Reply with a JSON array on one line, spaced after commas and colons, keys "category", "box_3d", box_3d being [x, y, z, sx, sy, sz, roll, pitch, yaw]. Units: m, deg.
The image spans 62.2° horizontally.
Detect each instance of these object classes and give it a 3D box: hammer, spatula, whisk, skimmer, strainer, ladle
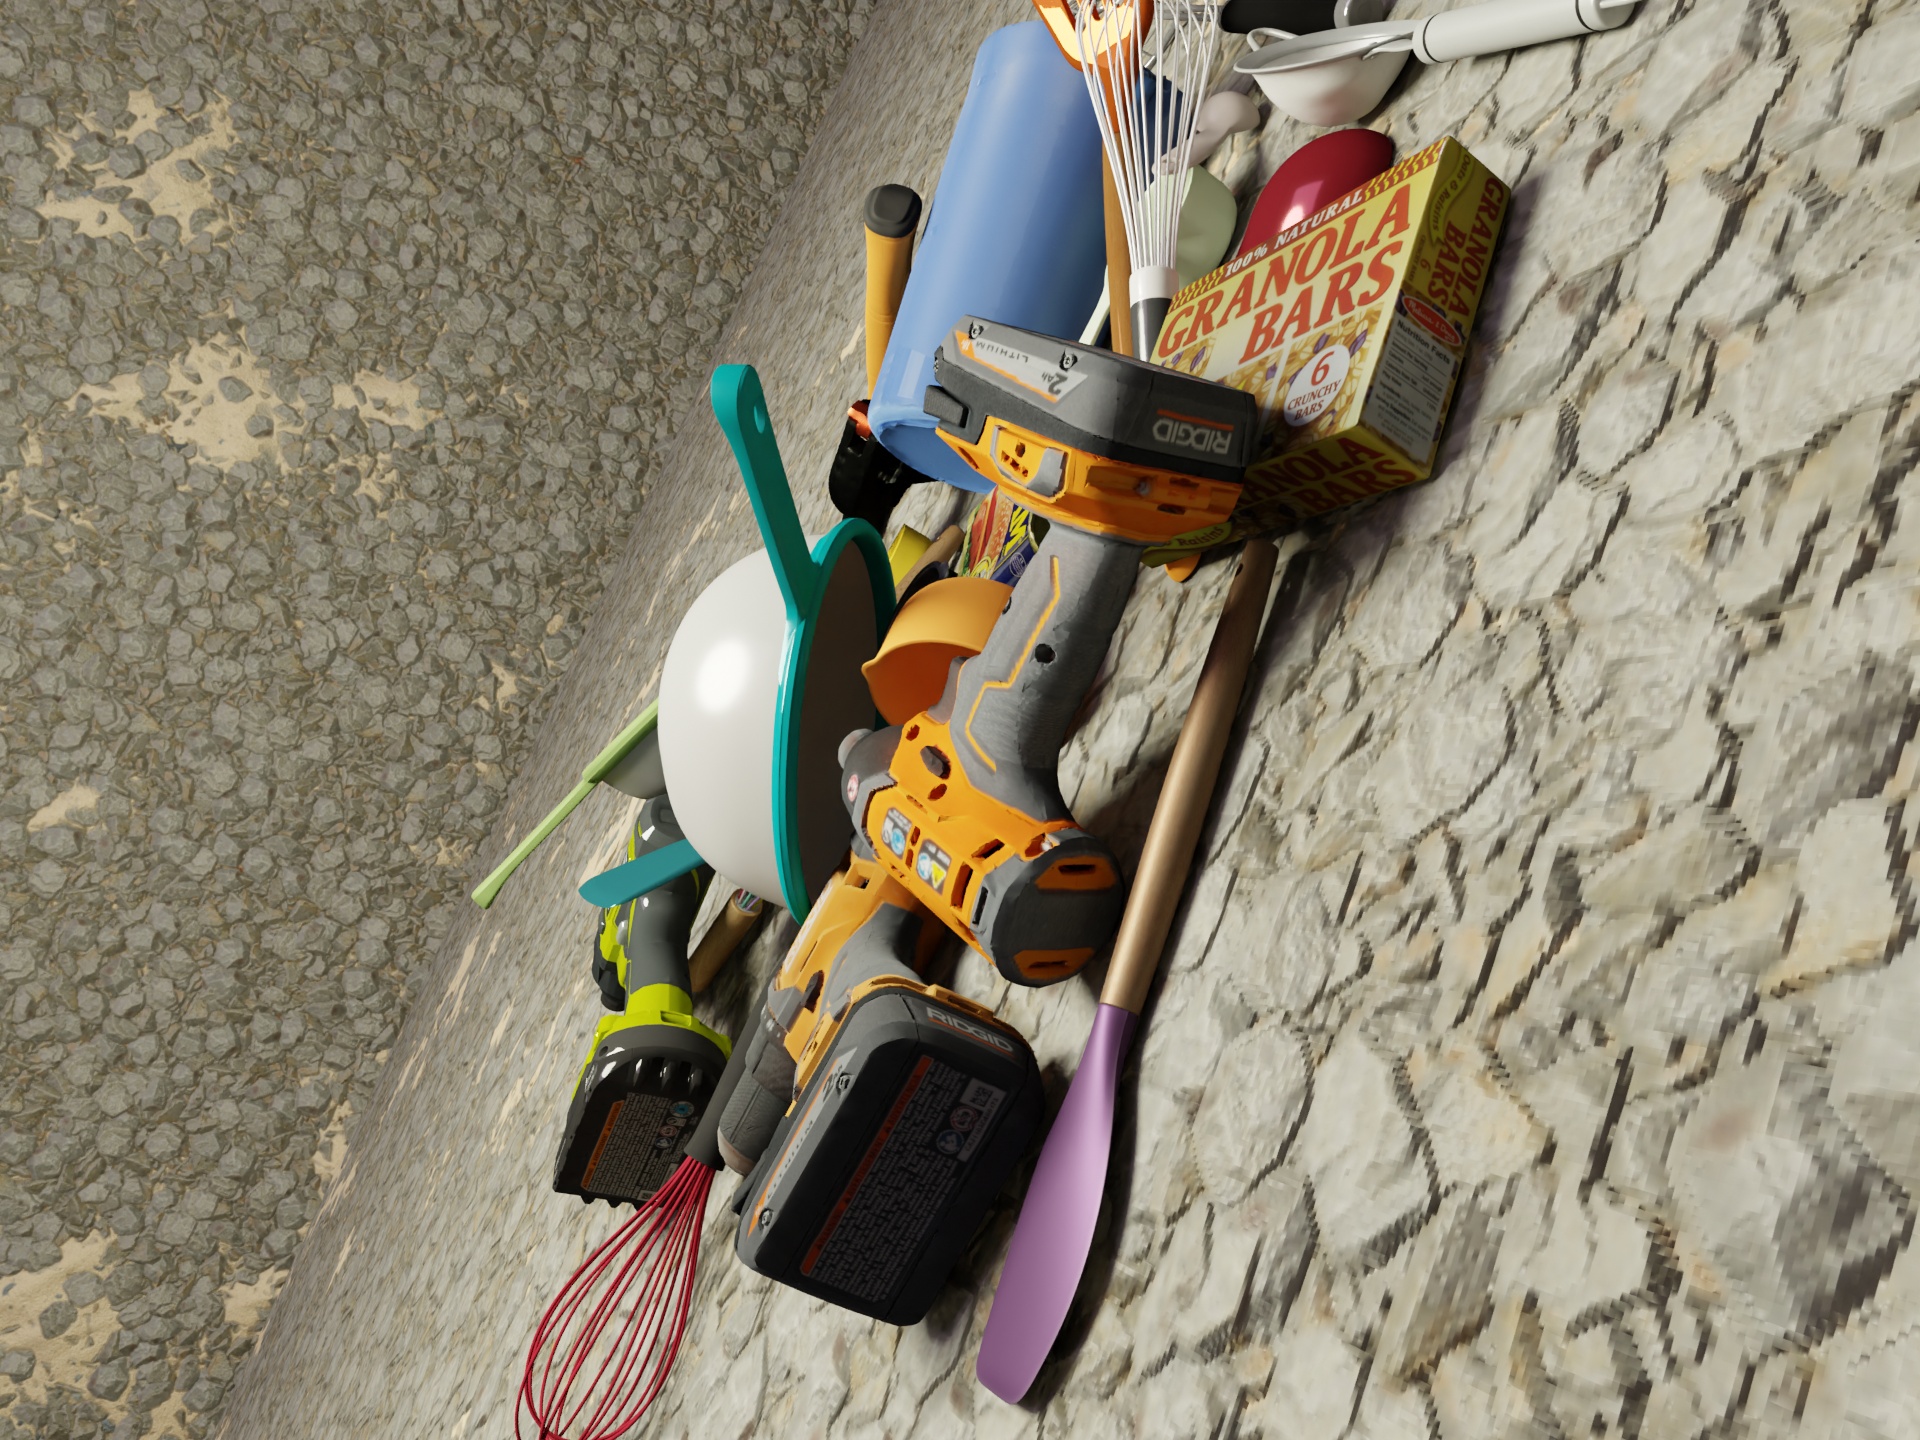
[{"category": "hammer", "box_3d": [-0.052, -0.223, 1.039, 0.336, 0.034, 0.127, 101, -173, -70]}, {"category": "spatula", "box_3d": [-0.102, -0.004, 0.947, 0.317, 0.044, 0.082, -52, 21, -15]}, {"category": "whisk", "box_3d": [-0.123, 0.104, 0.987, 0.245, 0.047, 0.051, -53, 9, 40]}, {"category": "skimmer", "box_3d": [0.141, -0.383, 0.920, 0.127, 0.090, 0.364, -37, 31, -4]}, {"category": "spatula", "box_3d": [0.073, -0.274, 0.794, 0.081, 0.041, 0.323, -20, 61, 38]}, {"category": "strainer", "box_3d": [-0.209, 0.044, 1.047, 0.256, 0.069, 0.151, -46, 7, -2]}, {"category": "strainer", "box_3d": [-0.106, -0.038, 0.764, 0.340, 0.095, 0.211, 79, -161, -53]}, {"category": "spatula", "box_3d": [0.064, 0.077, 0.560, 0.060, 0.018, 0.316, -23, 45, 68]}, {"category": "whisk", "box_3d": [0.089, -0.228, 0.731, 0.070, 0.070, 0.285, 162, 108, -65]}, {"category": "whisk", "box_3d": [-0.143, 0.247, 0.828, 0.296, 0.073, 0.073, -62, 18, -11]}, {"category": "ladle", "box_3d": [0.094, -0.161, 0.780, 0.315, 0.031, 0.069, -50, 27, 40]}, {"category": "strainer", "box_3d": [0.190, -0.276, 0.653, 0.087, 0.050, 0.259, -22, 21, -13]}]

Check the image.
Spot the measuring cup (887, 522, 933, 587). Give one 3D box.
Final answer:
[{"category": "measuring cup", "box_3d": [-0.049, -0.083, 1.065, 0.062, 0.029, 0.156, -66, 7, -18]}]

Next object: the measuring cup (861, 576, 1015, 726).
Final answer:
[{"category": "measuring cup", "box_3d": [-0.001, -0.002, 0.768, 0.173, 0.095, 0.052, 110, -179, -56]}]

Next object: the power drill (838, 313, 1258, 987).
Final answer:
[{"category": "power drill", "box_3d": [0.016, -0.034, 0.617, 0.164, 0.084, 0.226, 34, 114, 50]}]

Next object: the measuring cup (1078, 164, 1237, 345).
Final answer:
[{"category": "measuring cup", "box_3d": [0.090, -0.209, 0.833, 0.167, 0.038, 0.083, -62, 19, 12]}]

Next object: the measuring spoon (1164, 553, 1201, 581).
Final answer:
[{"category": "measuring spoon", "box_3d": [0.108, -0.113, 0.700, 0.021, 0.011, 0.117, -27, 41, 60]}]

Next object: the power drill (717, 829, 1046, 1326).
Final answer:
[{"category": "power drill", "box_3d": [-0.049, 0.155, 0.671, 0.185, 0.084, 0.226, -61, 15, 10]}]

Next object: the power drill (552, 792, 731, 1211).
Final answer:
[{"category": "power drill", "box_3d": [-0.192, 0.176, 0.969, 0.223, 0.080, 0.171, -101, 31, -53]}]

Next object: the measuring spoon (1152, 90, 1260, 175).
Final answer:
[{"category": "measuring spoon", "box_3d": [0.123, -0.300, 0.809, 0.124, 0.034, 0.018, -51, -37, -48]}]
